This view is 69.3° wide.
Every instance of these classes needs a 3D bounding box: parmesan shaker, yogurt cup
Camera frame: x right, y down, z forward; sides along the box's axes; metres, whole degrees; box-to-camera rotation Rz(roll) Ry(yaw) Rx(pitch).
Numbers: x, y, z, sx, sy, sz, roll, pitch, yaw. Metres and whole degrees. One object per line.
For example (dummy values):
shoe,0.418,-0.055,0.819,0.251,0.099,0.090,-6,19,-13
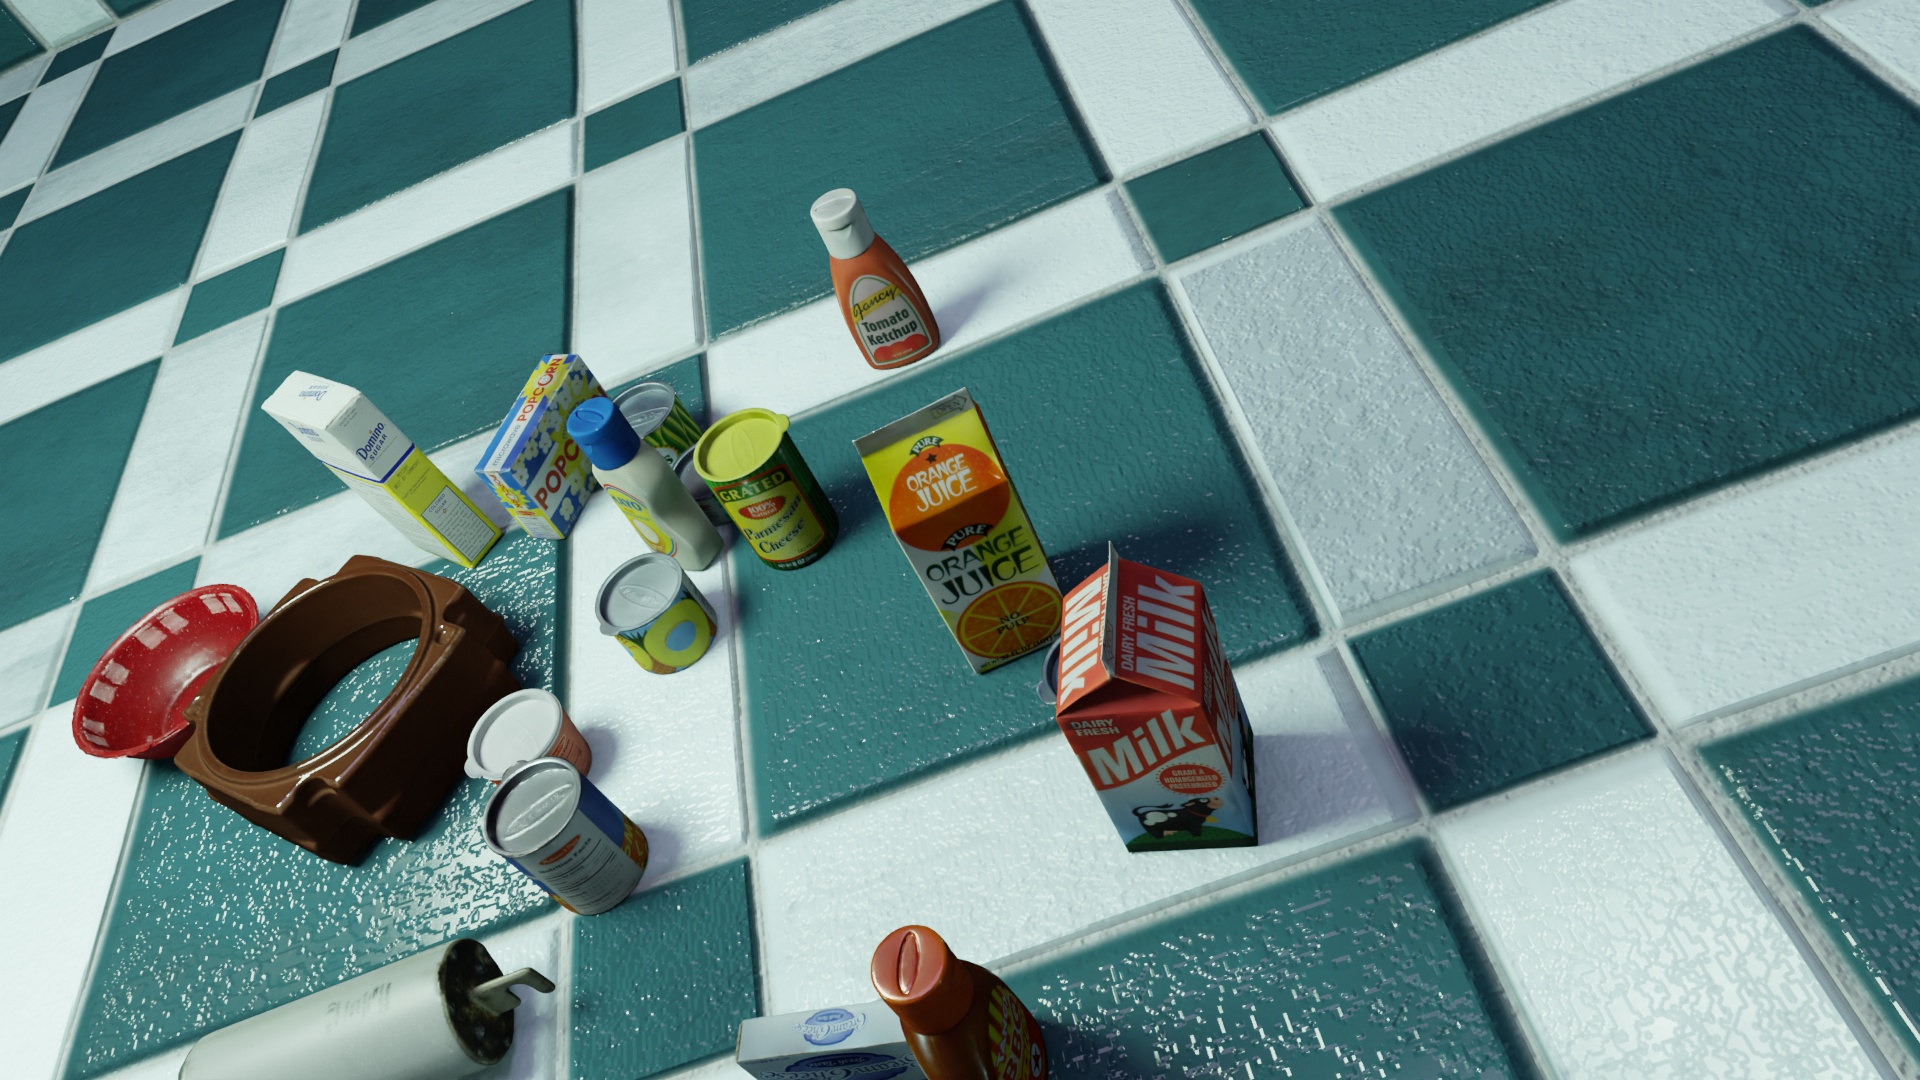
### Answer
parmesan shaker,-0.131,-0.035,0.972,0.071,0.102,0.072,-13,48,14
yogurt cup,-0.282,0.140,0.922,0.072,0.053,0.073,-13,48,14

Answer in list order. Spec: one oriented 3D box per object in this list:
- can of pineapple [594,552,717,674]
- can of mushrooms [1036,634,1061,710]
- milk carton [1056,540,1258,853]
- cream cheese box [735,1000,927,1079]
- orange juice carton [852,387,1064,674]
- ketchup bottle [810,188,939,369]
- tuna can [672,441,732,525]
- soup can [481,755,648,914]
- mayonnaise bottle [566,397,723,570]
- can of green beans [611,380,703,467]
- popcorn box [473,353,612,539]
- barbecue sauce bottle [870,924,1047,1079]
can of pineapple,-0.212,0.052,0.964,0.071,0.057,0.071,-13,48,14
can of mushrooms,0.082,0.083,0.823,0.071,0.033,0.071,-12,48,14
milk carton,0.098,0.084,0.705,0.073,0.189,0.073,-8,49,18
cream cheese box,-0.057,0.262,0.716,0.104,0.053,0.024,-12,48,14
orange juice carton,0.003,-0.010,0.828,0.072,0.192,0.073,-24,46,4
ketchup bottle,-0.068,-0.198,1.053,0.065,0.148,0.044,-19,46,9
tuna can,-0.184,-0.047,1.055,0.071,0.032,0.071,-12,48,14
soup can,-0.240,0.179,0.849,0.071,0.083,0.072,-13,48,14
mayonnaise bottle,-0.226,-0.039,0.986,0.065,0.147,0.041,16,60,34
can of green beans,-0.242,-0.083,1.094,0.071,0.057,0.071,-13,48,14
popcorn box,-0.323,-0.075,1.105,0.038,0.085,0.127,1,52,25
barbecue sauce bottle,0.000,0.228,0.654,0.043,0.148,0.065,-9,49,17
